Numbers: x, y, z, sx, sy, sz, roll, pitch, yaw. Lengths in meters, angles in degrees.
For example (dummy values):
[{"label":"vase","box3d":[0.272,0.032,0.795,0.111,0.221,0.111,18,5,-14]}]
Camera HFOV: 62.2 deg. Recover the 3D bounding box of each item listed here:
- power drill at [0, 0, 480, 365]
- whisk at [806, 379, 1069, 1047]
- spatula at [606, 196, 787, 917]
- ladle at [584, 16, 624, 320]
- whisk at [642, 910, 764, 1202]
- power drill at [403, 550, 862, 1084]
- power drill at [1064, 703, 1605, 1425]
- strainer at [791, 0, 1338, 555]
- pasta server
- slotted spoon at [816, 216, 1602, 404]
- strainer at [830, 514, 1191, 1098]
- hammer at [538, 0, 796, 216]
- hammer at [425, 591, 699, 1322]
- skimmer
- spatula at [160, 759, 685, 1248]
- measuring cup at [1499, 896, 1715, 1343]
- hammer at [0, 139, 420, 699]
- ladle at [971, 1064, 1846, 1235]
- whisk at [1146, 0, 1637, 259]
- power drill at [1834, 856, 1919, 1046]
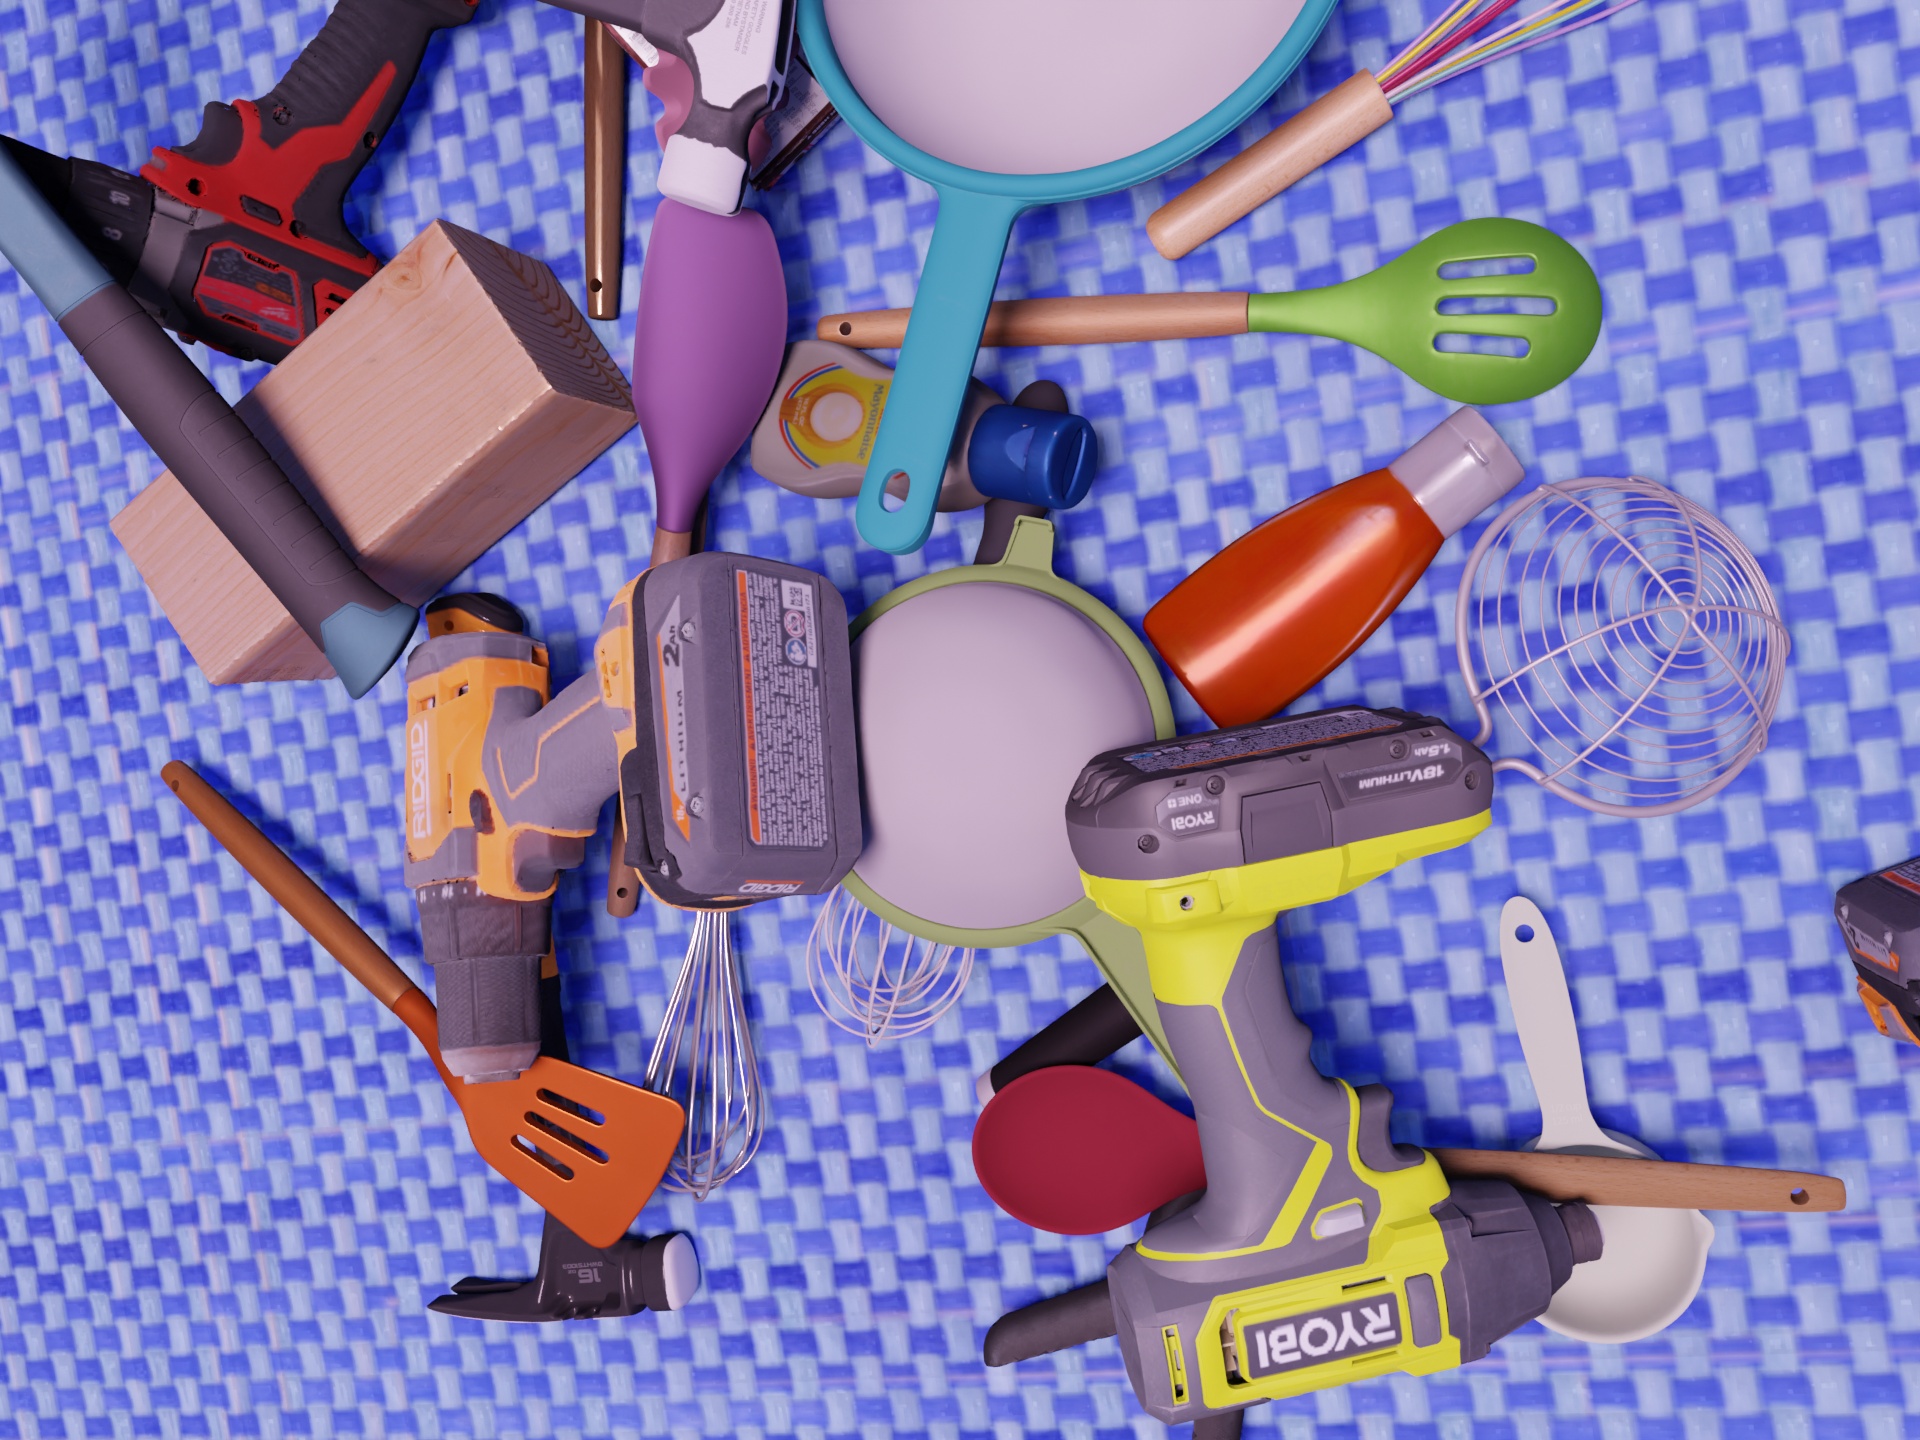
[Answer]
[{"label":"power drill","box3d":[-0.308,-0.272,0.666,0.080,0.187,0.226,31,102,48]},{"label":"whisk","box3d":[-0.001,-0.002,0.656,0.070,0.070,0.284,16,93,14]},{"label":"spatula","box3d":[-0.122,-0.057,0.674,0.059,0.018,0.315,9,110,-11]},{"label":"ladle","box3d":[-0.158,-0.337,0.680,0.078,0.062,0.320,4,97,15]},{"label":"whisk","box3d":[-0.109,0.089,0.701,0.057,0.059,0.246,4,91,-21]},{"label":"power drill","box3d":[-0.141,0.042,0.612,0.226,0.084,0.185,-14,76,41]},{"label":"power drill","box3d":[0.126,0.113,0.542,0.171,0.080,0.223,-11,97,-6]},{"label":"strainer","box3d":[0.031,-0.222,0.603,0.211,0.095,0.340,17,92,18]},{"label":"pasta server","box3d":[-0.109,-0.152,0.658,0.060,0.040,0.316,5,108,-9]},{"label":"slotted spoon","box3d":[0.089,-0.160,0.636,0.314,0.031,0.070,2,97,17]},{"label":"strainer","box3d":[0.035,0.054,0.587,0.151,0.069,0.256,-36,80,3]},{"label":"hammer","box3d":[-0.220,-0.302,0.579,0.335,0.035,0.146,17,100,3]},{"label":"hammer","box3d":[-0.208,0.109,0.734,0.127,0.034,0.337,-9,91,15]},{"label":"skimmer","box3d":[0.150,0.049,0.630,0.363,0.090,0.127,-41,87,25]},{"label":"spatula","box3d":[-0.260,0.111,0.722,0.323,0.041,0.081,36,105,22]},{"label":"measuring cup","box3d":[0.232,0.149,0.610,0.083,0.038,0.167,-13,85,18]},{"label":"hammer","box3d":[-0.325,-0.150,0.612,0.128,0.033,0.330,-35,106,2]},{"label":"ladle","box3d":[0.158,0.169,0.603,0.315,0.031,0.069,-2,92,20]},{"label":"whisk","box3d":[0.175,-0.252,0.597,0.245,0.047,0.051,-30,86,19]},{"label":"power drill","box3d":[0.374,0.155,0.504,0.084,0.164,0.226,-24,85,16]}]
